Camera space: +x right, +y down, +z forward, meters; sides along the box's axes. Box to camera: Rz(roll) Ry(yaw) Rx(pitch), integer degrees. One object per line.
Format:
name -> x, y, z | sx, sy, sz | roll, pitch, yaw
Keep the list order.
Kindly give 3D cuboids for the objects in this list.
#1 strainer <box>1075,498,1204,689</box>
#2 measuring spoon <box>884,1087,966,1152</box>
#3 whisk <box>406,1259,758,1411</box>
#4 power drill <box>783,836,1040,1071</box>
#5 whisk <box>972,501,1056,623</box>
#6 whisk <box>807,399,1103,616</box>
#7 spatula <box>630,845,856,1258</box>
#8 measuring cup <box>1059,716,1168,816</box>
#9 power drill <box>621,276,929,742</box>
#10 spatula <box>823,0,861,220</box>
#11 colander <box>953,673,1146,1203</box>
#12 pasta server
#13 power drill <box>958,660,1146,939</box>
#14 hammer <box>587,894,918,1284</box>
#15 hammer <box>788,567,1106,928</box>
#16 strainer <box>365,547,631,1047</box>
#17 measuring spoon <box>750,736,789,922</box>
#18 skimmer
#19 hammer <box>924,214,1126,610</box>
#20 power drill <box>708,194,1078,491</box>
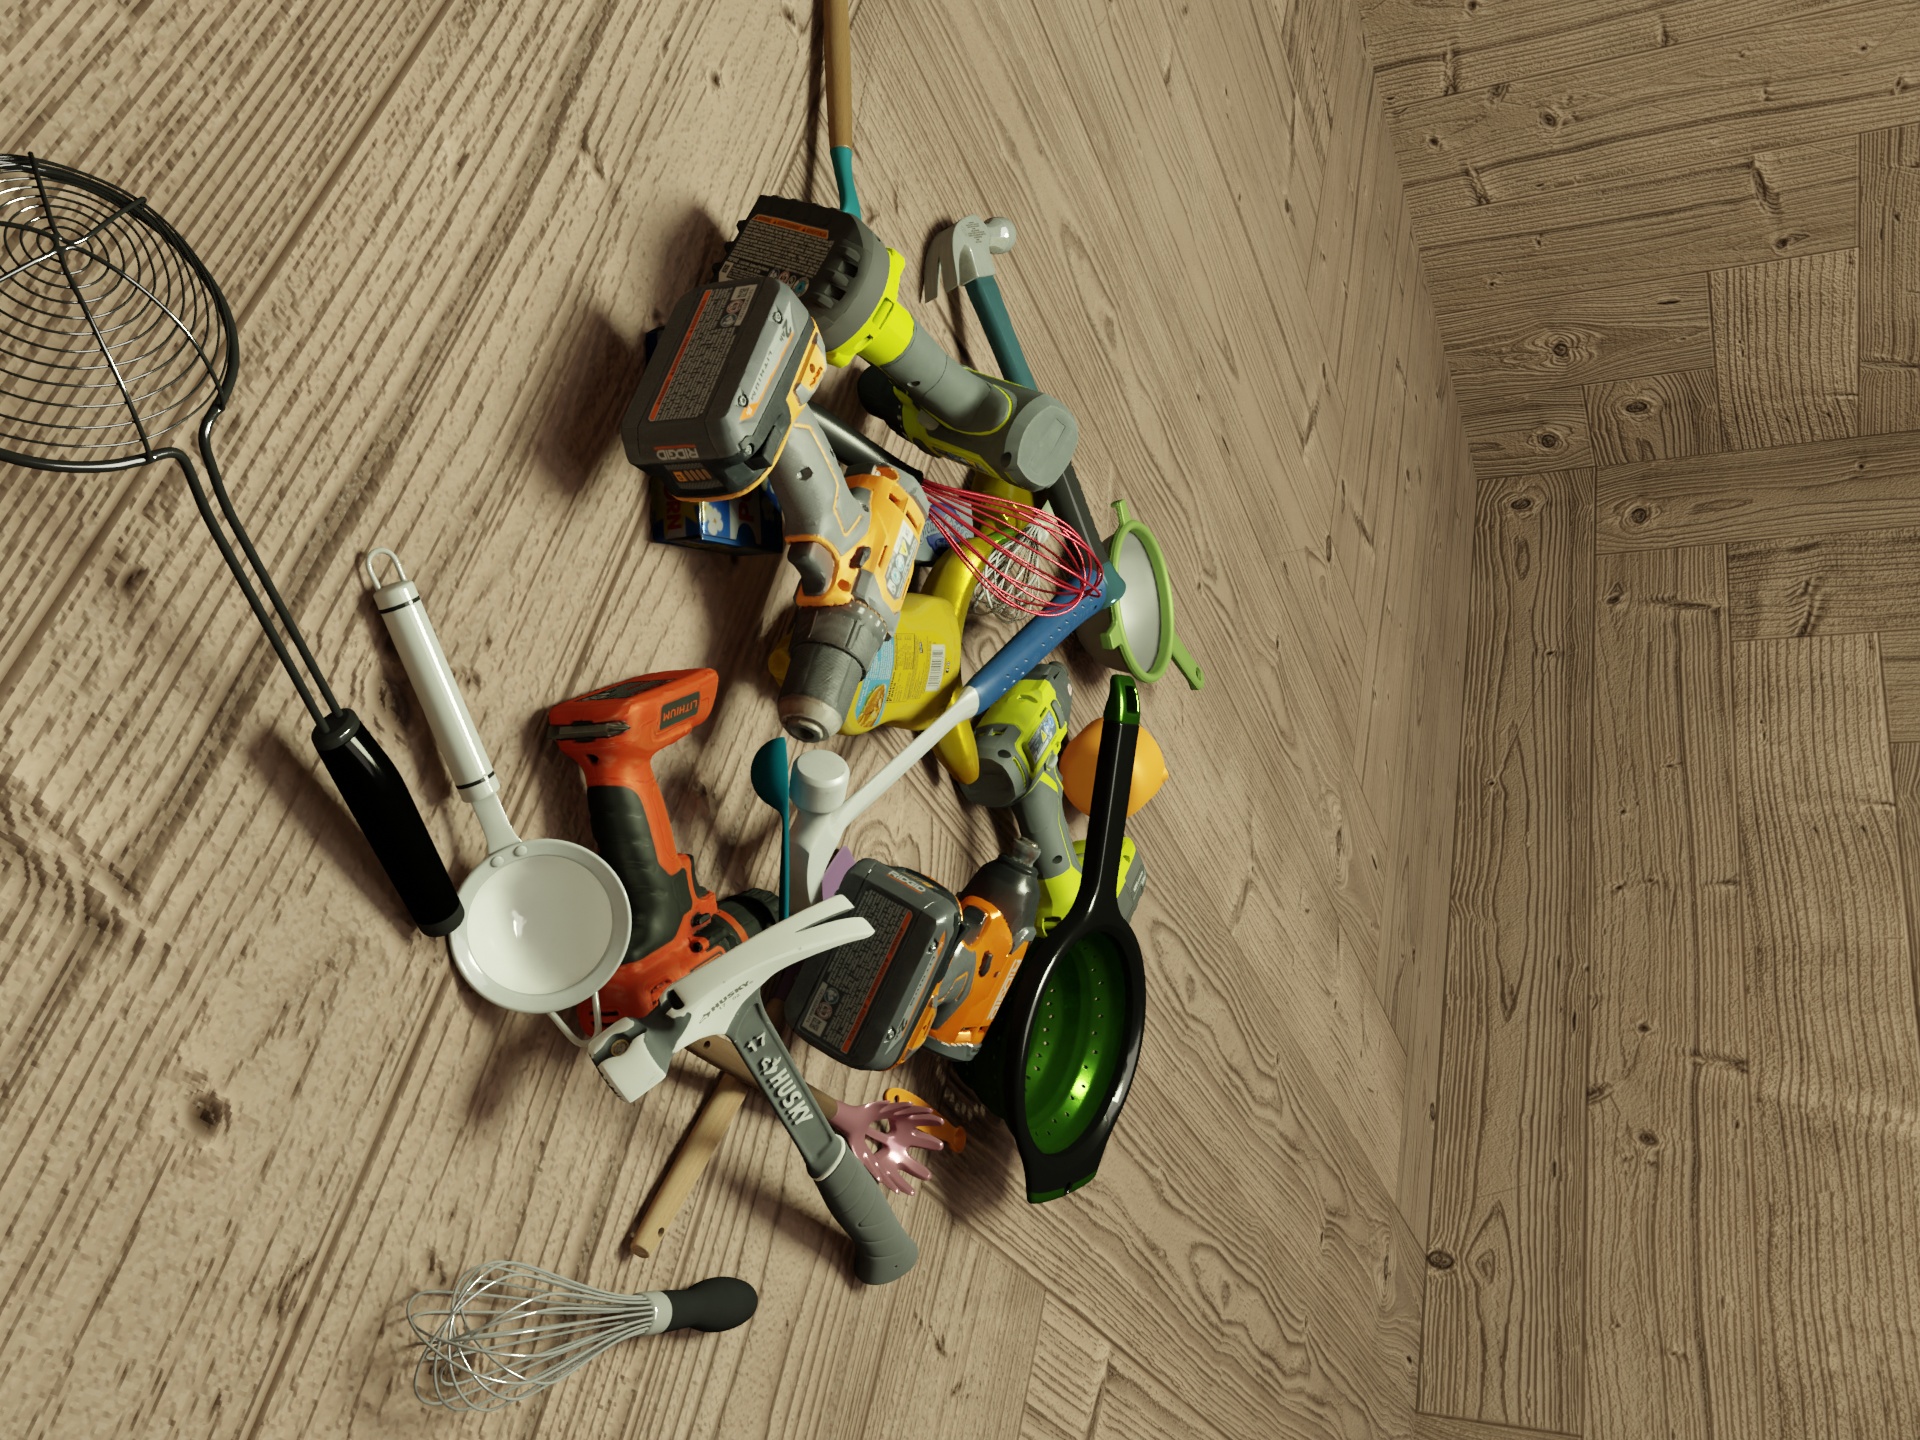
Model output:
strainer -> 0.164, -0.086, 1.510 | 0.256, 0.069, 0.152 | 43, 48, -55
measuring spoon -> -0.027, 0.292, 1.163 | 0.116, 0.011, 0.021 | 46, 49, -47
whisk -> -0.180, 0.307, 0.819 | 0.284, 0.070, 0.070 | 34, 57, -63
power drill -> -0.015, 0.148, 1.056 | 0.164, 0.084, 0.226 | -65, 158, 2
whisk -> 0.060, -0.155, 1.344 | 0.057, 0.059, 0.246 | 55, 33, -20
whisk -> -0.018, -0.149, 1.079 | 0.295, 0.073, 0.073 | 28, 59, -29
spatula -> -0.121, 0.196, 0.978 | 0.316, 0.018, 0.059 | -61, 139, -48
measuring cup -> 0.128, 0.083, 1.428 | 0.052, 0.095, 0.173 | -36, 137, -52
power drill -> -0.099, -0.112, 0.908 | 0.226, 0.084, 0.185 | 54, 44, -49
spatula -> -0.094, -0.414, 1.099 | 0.082, 0.044, 0.318 | 20, 64, -60
colander -> 0.069, 0.158, 1.220 | 0.204, 0.094, 0.397 | 6, 92, -58
pasta server -> -0.088, 0.238, 0.989 | 0.060, 0.040, 0.315 | -66, 151, -17
power drill -> 0.079, 0.072, 1.323 | 0.171, 0.080, 0.223 | -55, 131, -49
hammer -> -0.080, 0.243, 0.929 | 0.149, 0.036, 0.408 | -35, 143, -15
hammer -> -0.002, -0.004, 1.101 | 0.405, 0.035, 0.144 | -43, 153, -48
strainer -> -0.228, 0.038, 0.765 | 0.087, 0.050, 0.258 | -23, 107, -15
measuring spoon -> -0.110, 0.073, 0.915 | 0.042, 0.021, 0.128 | -133, -137, -75
skimmer -> -0.300, -0.047, 0.646 | 0.127, 0.090, 0.362 | -59, 148, -41
hammer -> 0.059, -0.246, 1.278 | 0.128, 0.033, 0.331 | -28, 97, -54
power drill -> -0.051, -0.236, 1.020 | 0.228, 0.191, 0.080 | 31, 89, -47
